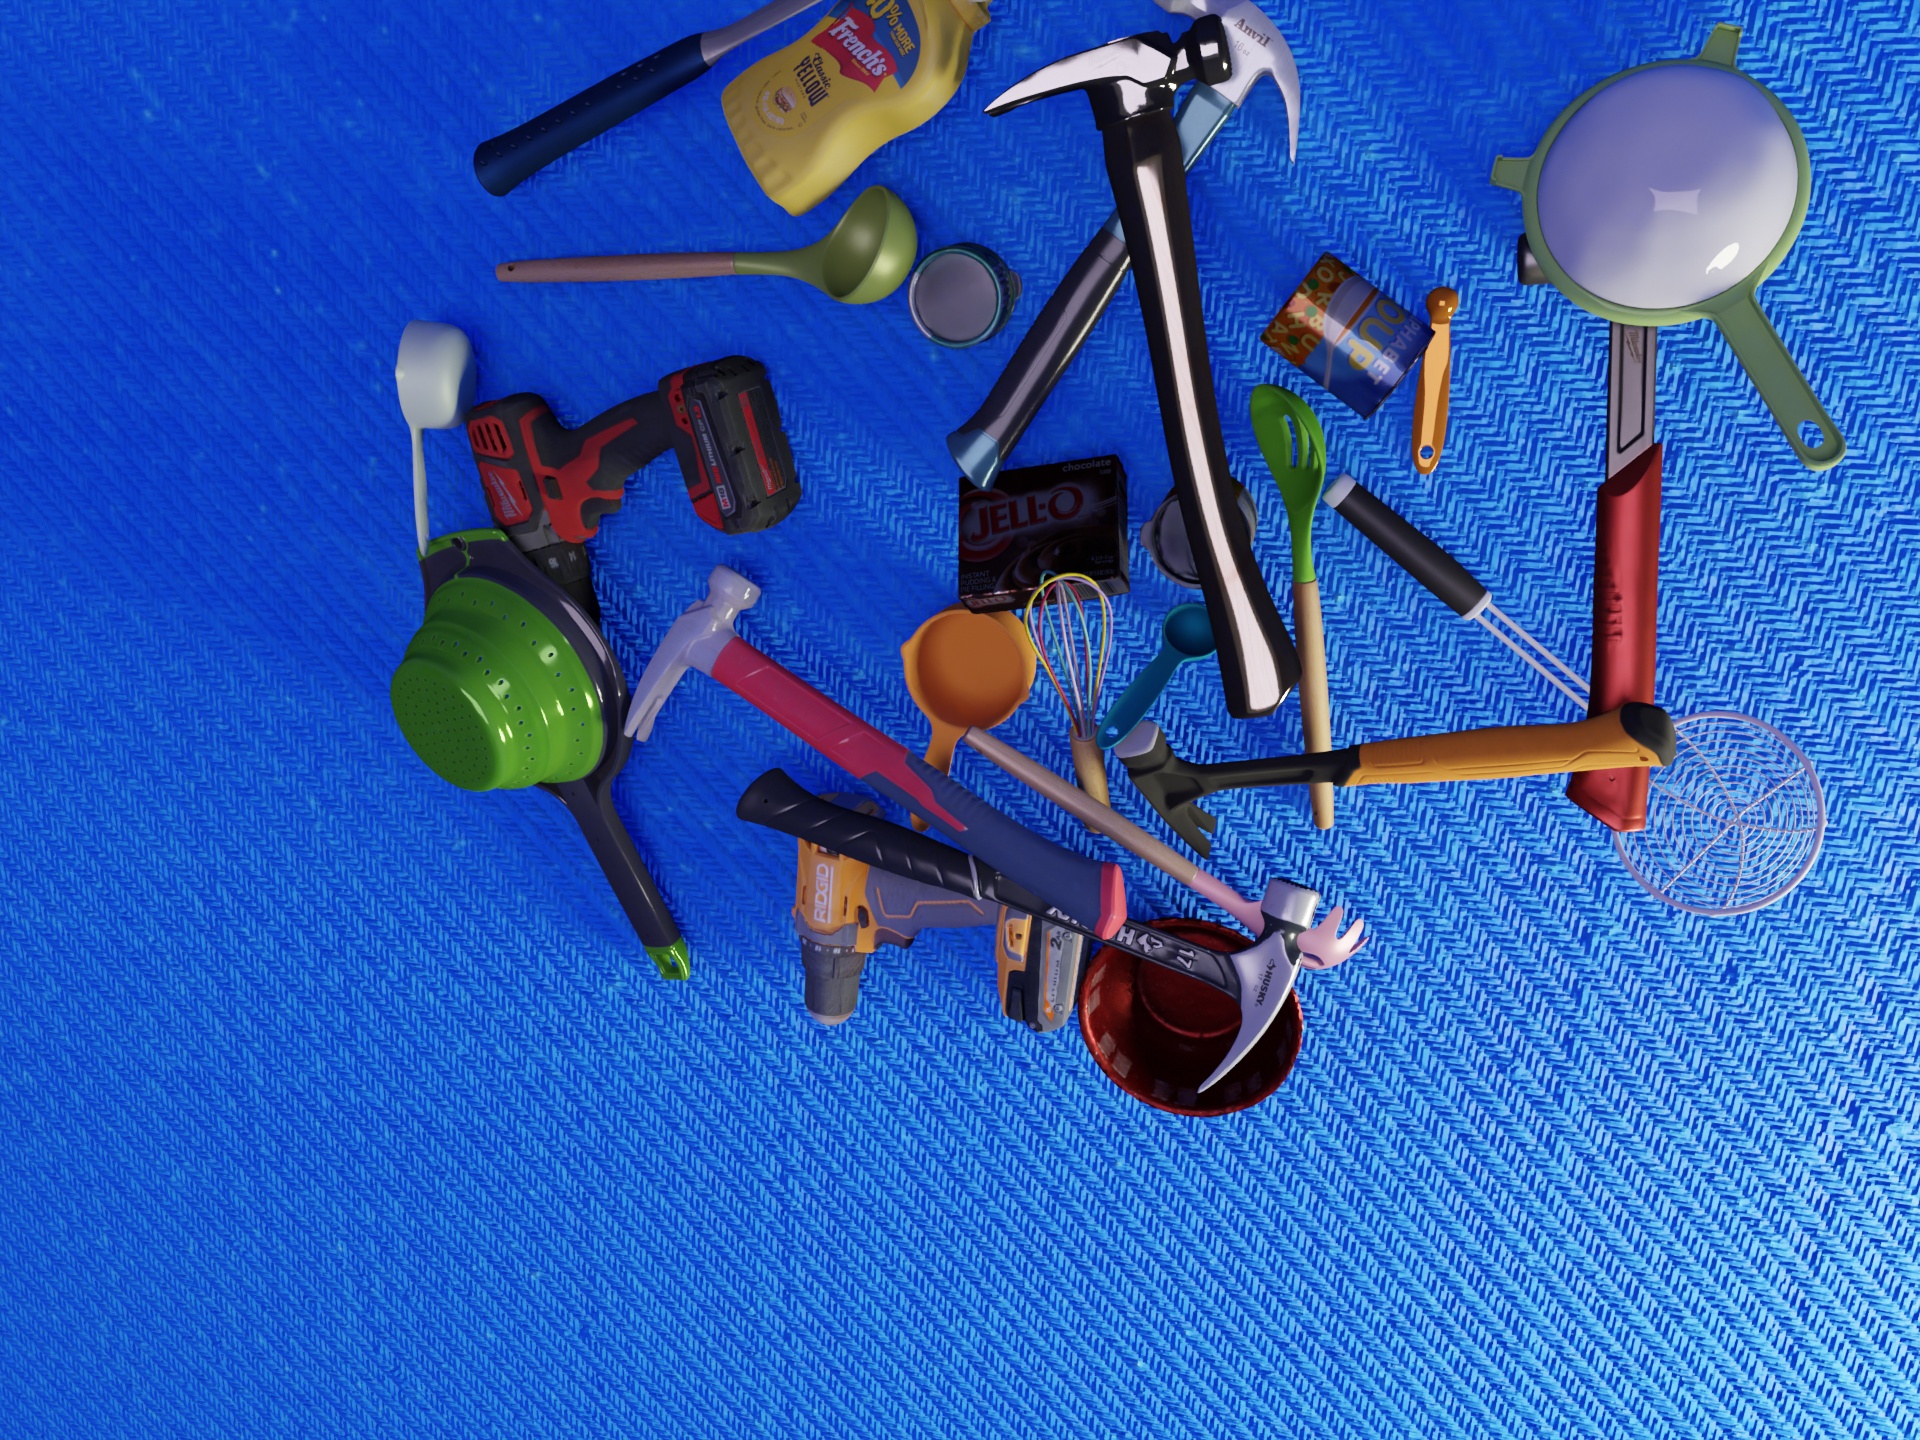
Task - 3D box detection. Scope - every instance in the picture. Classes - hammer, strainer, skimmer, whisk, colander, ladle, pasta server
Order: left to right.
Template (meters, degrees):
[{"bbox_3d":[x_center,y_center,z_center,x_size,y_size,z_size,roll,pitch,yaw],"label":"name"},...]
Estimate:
[{"bbox_3d":[-0.317,0.055,1.195,0.204,0.094,0.396,-5,117,38],"label":"colander"},{"bbox_3d":[-0.179,-0.312,1.067,0.320,0.062,0.078,3,76,18],"label":"ladle"},{"bbox_3d":[-0.148,-0.430,0.998,0.405,0.144,0.035,-15,148,28],"label":"hammer"},{"bbox_3d":[-0.059,0.044,1.089,0.386,0.038,0.143,33,91,20],"label":"hammer"},{"bbox_3d":[0.027,0.119,1.090,0.409,0.036,0.149,19,91,18],"label":"hammer"},{"bbox_3d":[0.077,-0.007,1.064,0.051,0.047,0.244,32,150,34],"label":"whisk"},{"bbox_3d":[0.091,-0.290,0.995,0.128,0.033,0.331,35,109,0],"label":"hammer"},{"bbox_3d":[0.140,0.087,1.095,0.316,0.040,0.060,32,152,-5],"label":"pasta server"},{"bbox_3d":[0.129,-0.198,0.971,0.146,0.038,0.410,-10,102,17],"label":"hammer"},{"bbox_3d":[0.269,0.031,0.996,0.337,0.034,0.127,-7,139,36],"label":"hammer"},{"bbox_3d":[0.371,-0.026,0.994,0.363,0.090,0.127,40,115,-1],"label":"skimmer"},{"bbox_3d":[0.405,-0.114,0.940,0.149,0.036,0.359,1,96,17],"label":"hammer"},{"bbox_3d":[0.413,-0.252,0.867,0.151,0.069,0.256,-29,80,15],"label":"strainer"}]

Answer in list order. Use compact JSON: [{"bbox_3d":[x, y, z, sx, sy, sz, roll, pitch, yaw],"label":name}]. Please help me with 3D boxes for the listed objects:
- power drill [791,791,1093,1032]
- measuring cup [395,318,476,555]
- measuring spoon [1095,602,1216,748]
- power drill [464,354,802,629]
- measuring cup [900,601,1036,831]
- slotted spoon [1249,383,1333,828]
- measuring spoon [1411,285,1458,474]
[{"bbox_3d":[-0.020,0.163,1.183,0.226,0.084,0.185,12,112,16],"label":"power drill"},{"bbox_3d":[-0.372,-0.201,1.141,0.038,0.083,0.167,2,100,0],"label":"measuring cup"},{"bbox_3d":[0.130,-0.026,1.064,0.042,0.021,0.128,36,71,14],"label":"measuring spoon"},{"bbox_3d":[-0.232,-0.154,1.130,0.227,0.080,0.187,-9,107,22],"label":"power drill"},{"bbox_3d":[-0.002,-0.004,1.129,0.095,0.052,0.173,21,114,9],"label":"measuring cup"},{"bbox_3d":[0.228,-0.069,1.048,0.031,0.070,0.313,-17,113,-18],"label":"slotted spoon"},{"bbox_3d":[0.295,-0.210,0.991,0.021,0.011,0.116,6,111,14],"label":"measuring spoon"}]
